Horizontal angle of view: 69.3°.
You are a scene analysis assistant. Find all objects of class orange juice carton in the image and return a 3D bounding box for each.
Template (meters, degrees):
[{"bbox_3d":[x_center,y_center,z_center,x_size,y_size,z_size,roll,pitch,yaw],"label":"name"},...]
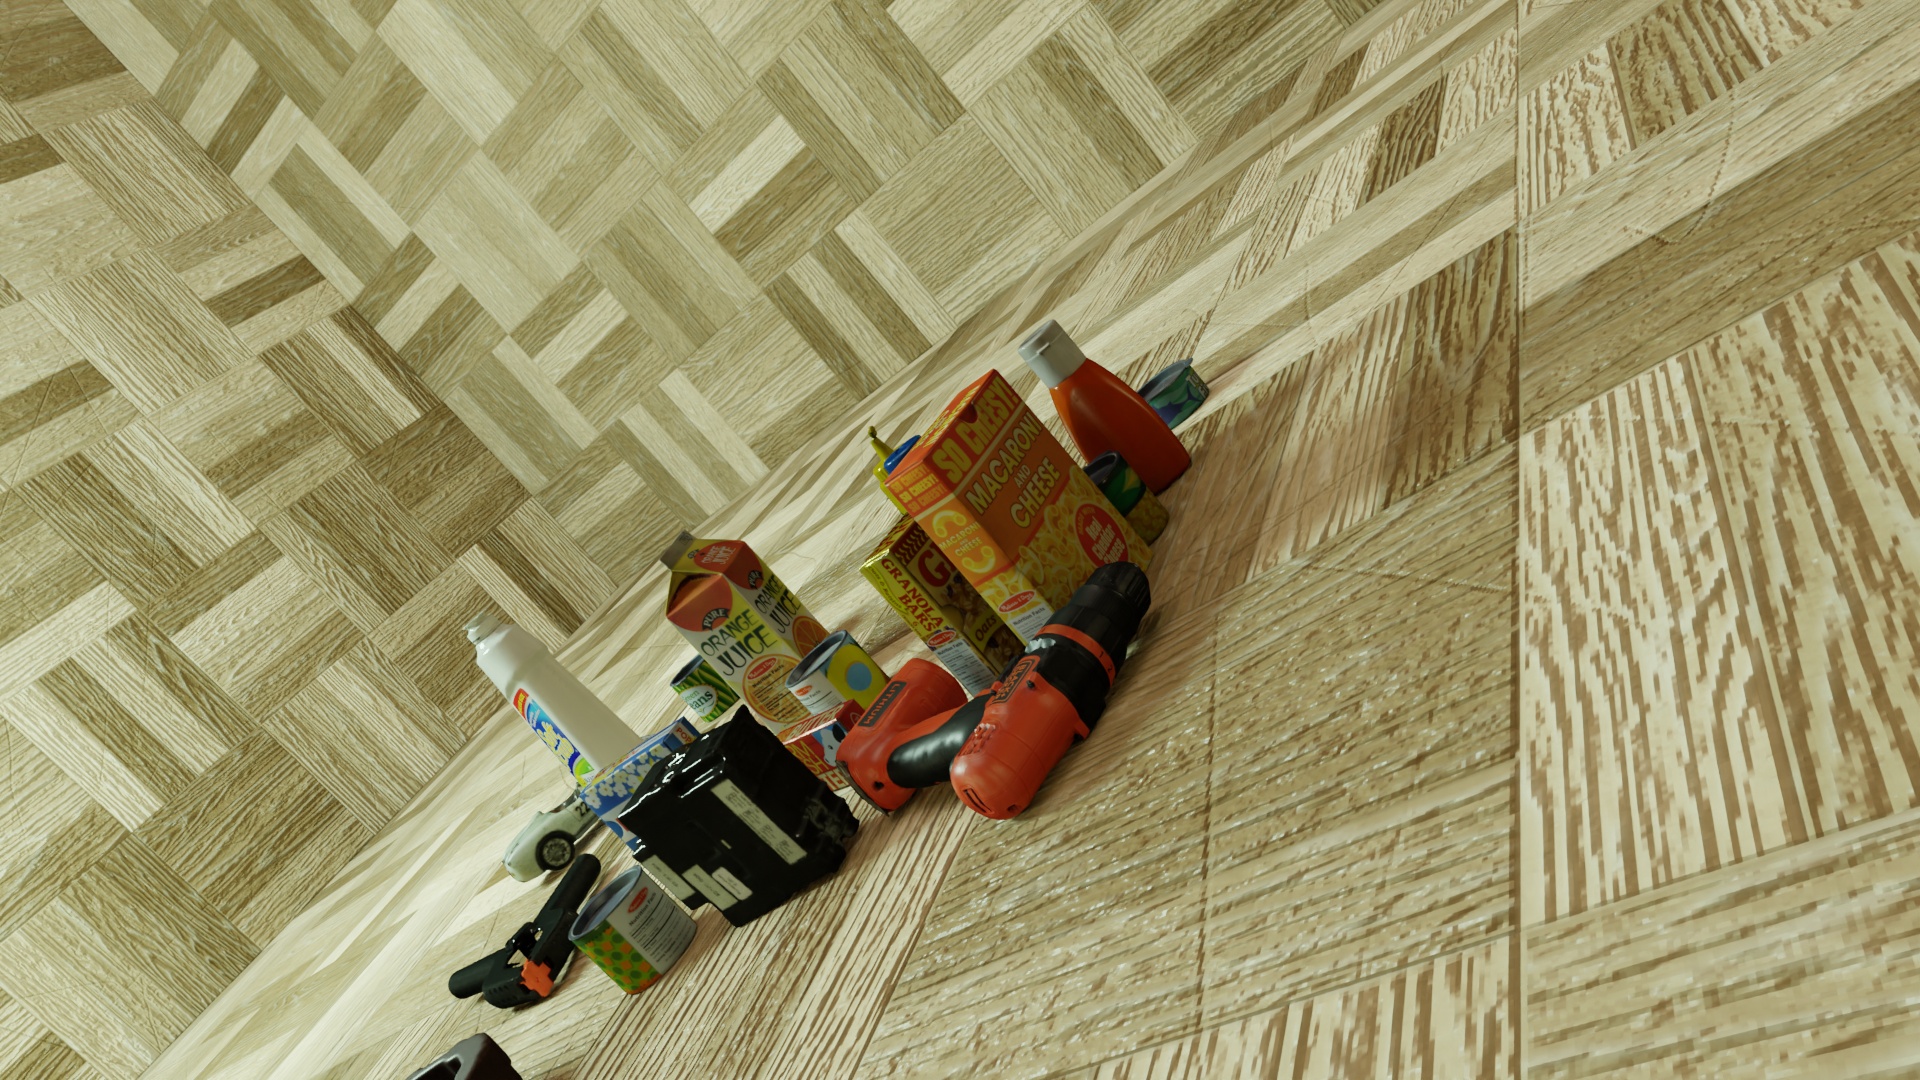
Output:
[{"bbox_3d":[-0.187,0.073,1.214,0.073,0.192,0.072,-37,12,21],"label":"orange juice carton"}]

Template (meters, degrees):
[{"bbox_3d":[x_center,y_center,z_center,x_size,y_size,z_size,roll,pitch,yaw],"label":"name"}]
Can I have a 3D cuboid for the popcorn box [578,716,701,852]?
[{"bbox_3d":[-0.250,0.212,1.175,0.126,0.085,0.038,-33,14,33],"label":"popcorn box"}]

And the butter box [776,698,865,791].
[{"bbox_3d":[-0.093,0.150,0.986,0.103,0.053,0.024,-28,17,46],"label":"butter box"}]

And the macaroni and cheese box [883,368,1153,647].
[{"bbox_3d":[0.042,-0.013,0.875,0.040,0.166,0.124,-32,15,38],"label":"macaroni and cheese box"}]

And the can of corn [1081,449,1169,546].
[{"bbox_3d":[0.104,-0.021,0.974,0.071,0.058,0.071,-39,12,10],"label":"can of corn"}]

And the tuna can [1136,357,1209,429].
[{"bbox_3d":[0.176,-0.120,1.168,0.071,0.033,0.071,-39,12,10],"label":"tuna can"}]

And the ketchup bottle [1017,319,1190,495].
[{"bbox_3d":[0.102,-0.096,1.029,0.064,0.148,0.044,-39,12,12],"label":"ketchup bottle"}]

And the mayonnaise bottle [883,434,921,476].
[{"bbox_3d":[0.004,-0.013,1.039,0.041,0.148,0.065,-42,12,-4],"label":"mayonnaise bottle"}]

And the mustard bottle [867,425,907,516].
[{"bbox_3d":[-0.029,-0.035,1.190,0.049,0.160,0.065,-42,12,-2],"label":"mustard bottle"}]

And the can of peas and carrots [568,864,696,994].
[{"bbox_3d":[-0.227,0.270,0.960,0.071,0.058,0.071,-39,12,10],"label":"can of peas and carrots"}]

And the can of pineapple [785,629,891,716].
[{"bbox_3d":[-0.096,0.113,1.115,0.071,0.058,0.071,-39,12,10],"label":"can of pineapple"}]

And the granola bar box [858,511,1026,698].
[{"bbox_3d":[0.021,0.009,0.965,0.039,0.124,0.166,-29,17,46],"label":"granola bar box"}]

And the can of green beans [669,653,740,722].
[{"bbox_3d":[-0.272,0.155,1.508,0.071,0.057,0.071,-39,12,10],"label":"can of green beans"}]
